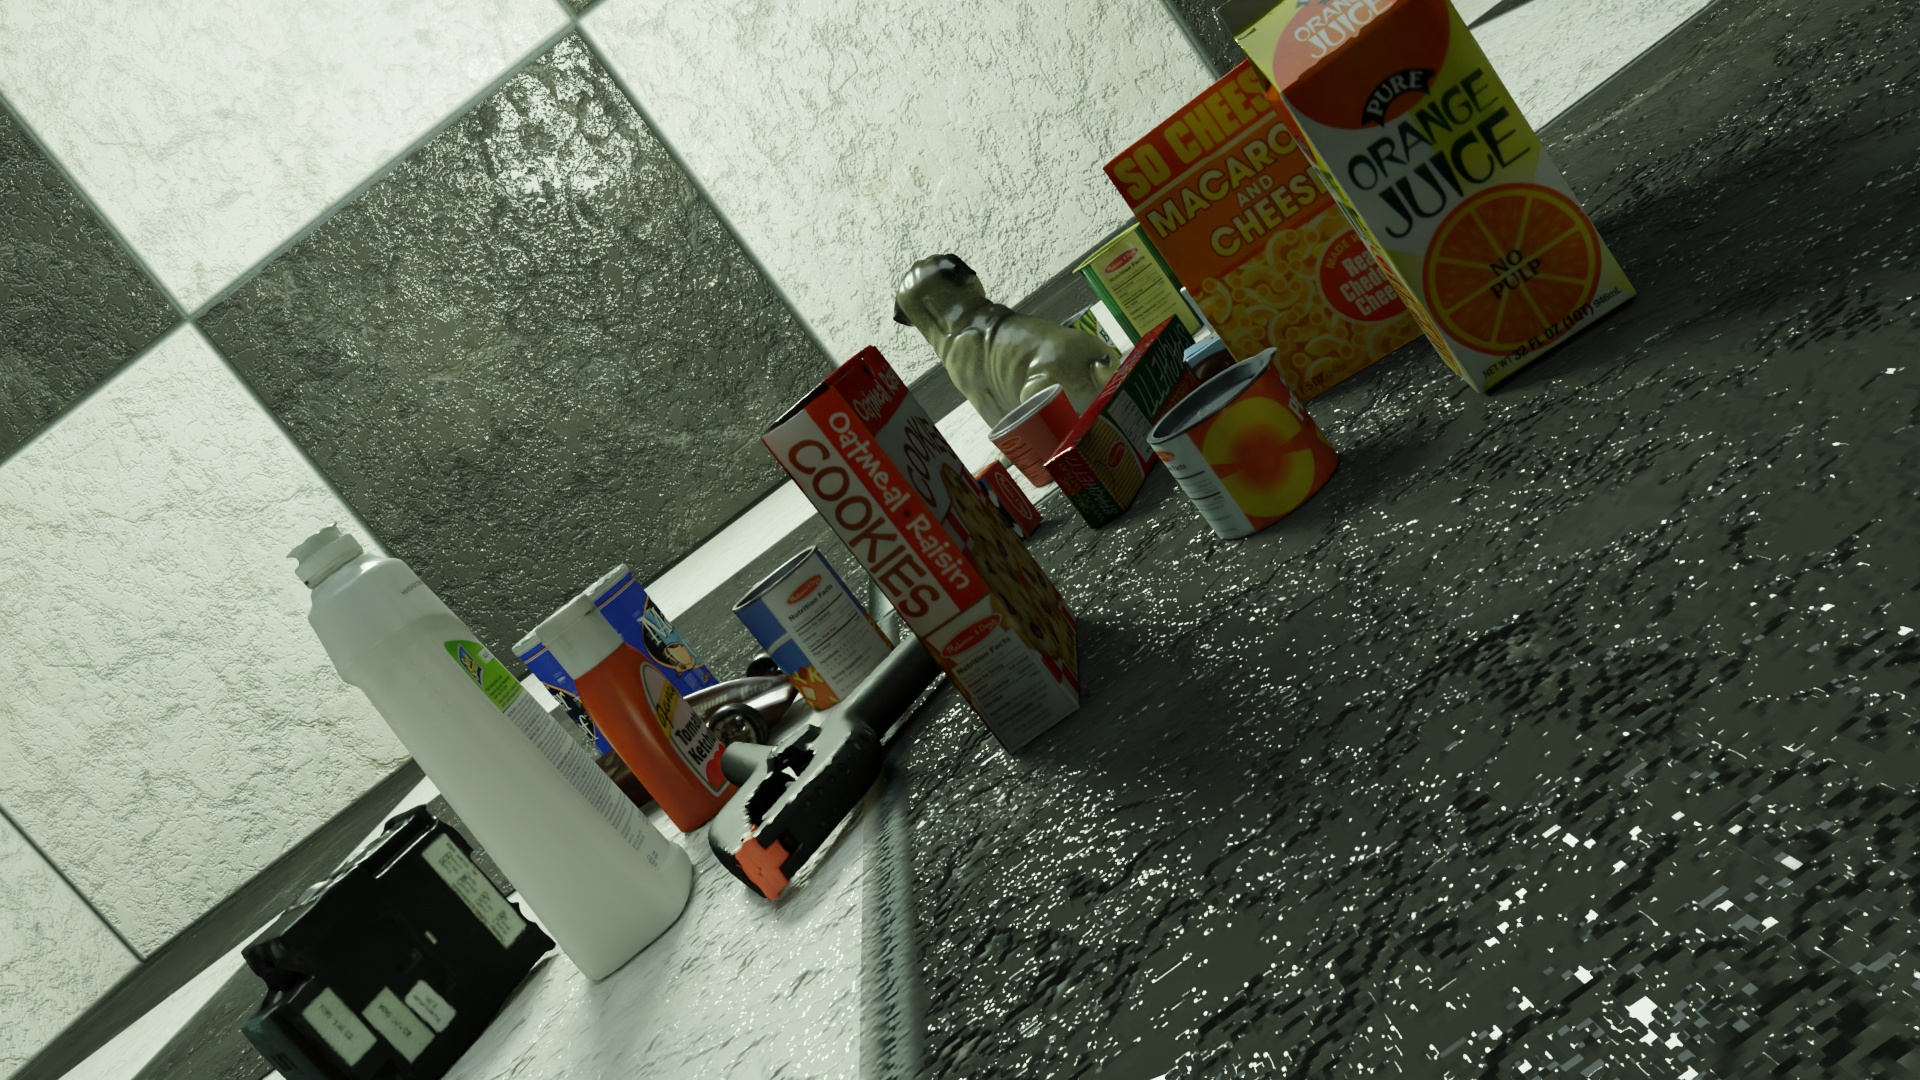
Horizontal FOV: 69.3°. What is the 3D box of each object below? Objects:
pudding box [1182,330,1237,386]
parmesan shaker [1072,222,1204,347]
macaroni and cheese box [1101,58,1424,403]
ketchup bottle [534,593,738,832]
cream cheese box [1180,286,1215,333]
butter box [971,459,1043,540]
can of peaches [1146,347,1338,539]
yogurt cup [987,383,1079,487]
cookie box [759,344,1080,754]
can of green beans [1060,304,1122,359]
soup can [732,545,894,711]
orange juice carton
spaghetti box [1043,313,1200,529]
[{"bbox_3d":[0.177,-0.111,0.808,0.083,0.049,0.030,-34,10,16],"label":"pudding box"},{"bbox_3d":[0.156,-0.212,1.203,0.071,0.103,0.071,-36,9,7],"label":"parmesan shaker"},{"bbox_3d":[0.173,-0.166,0.730,0.123,0.166,0.040,-31,11,32],"label":"macaroni and cheese box"},{"bbox_3d":[-0.191,0.100,0.822,0.043,0.148,0.065,-35,9,14],"label":"ketchup bottle"},{"bbox_3d":[0.210,-0.182,1.015,0.024,0.053,0.103,-41,10,-25],"label":"cream cheese box"},{"bbox_3d":[0.003,-0.012,0.946,0.103,0.053,0.024,-27,14,46],"label":"butter box"},{"bbox_3d":[0.130,-0.043,0.629,0.071,0.058,0.071,-36,9,7],"label":"can of peaches"},{"bbox_3d":[0.062,-0.077,1.040,0.072,0.054,0.072,-36,9,7],"label":"yogurt cup"},{"bbox_3d":[-0.010,-0.003,0.610,0.040,0.167,0.123,-35,9,12],"label":"cookie box"},{"bbox_3d":[0.115,-0.185,1.354,0.071,0.057,0.071,-36,9,7],"label":"can of green beans"},{"bbox_3d":[-0.093,0.056,0.877,0.071,0.083,0.071,-36,9,7],"label":"soup can"},{"bbox_3d":[0.189,-0.162,0.578,0.071,0.192,0.073,-35,10,15],"label":"orange juice carton"},{"bbox_3d":[0.115,-0.084,0.899,0.028,0.050,0.251,-31,11,33],"label":"spaghetti box"}]
